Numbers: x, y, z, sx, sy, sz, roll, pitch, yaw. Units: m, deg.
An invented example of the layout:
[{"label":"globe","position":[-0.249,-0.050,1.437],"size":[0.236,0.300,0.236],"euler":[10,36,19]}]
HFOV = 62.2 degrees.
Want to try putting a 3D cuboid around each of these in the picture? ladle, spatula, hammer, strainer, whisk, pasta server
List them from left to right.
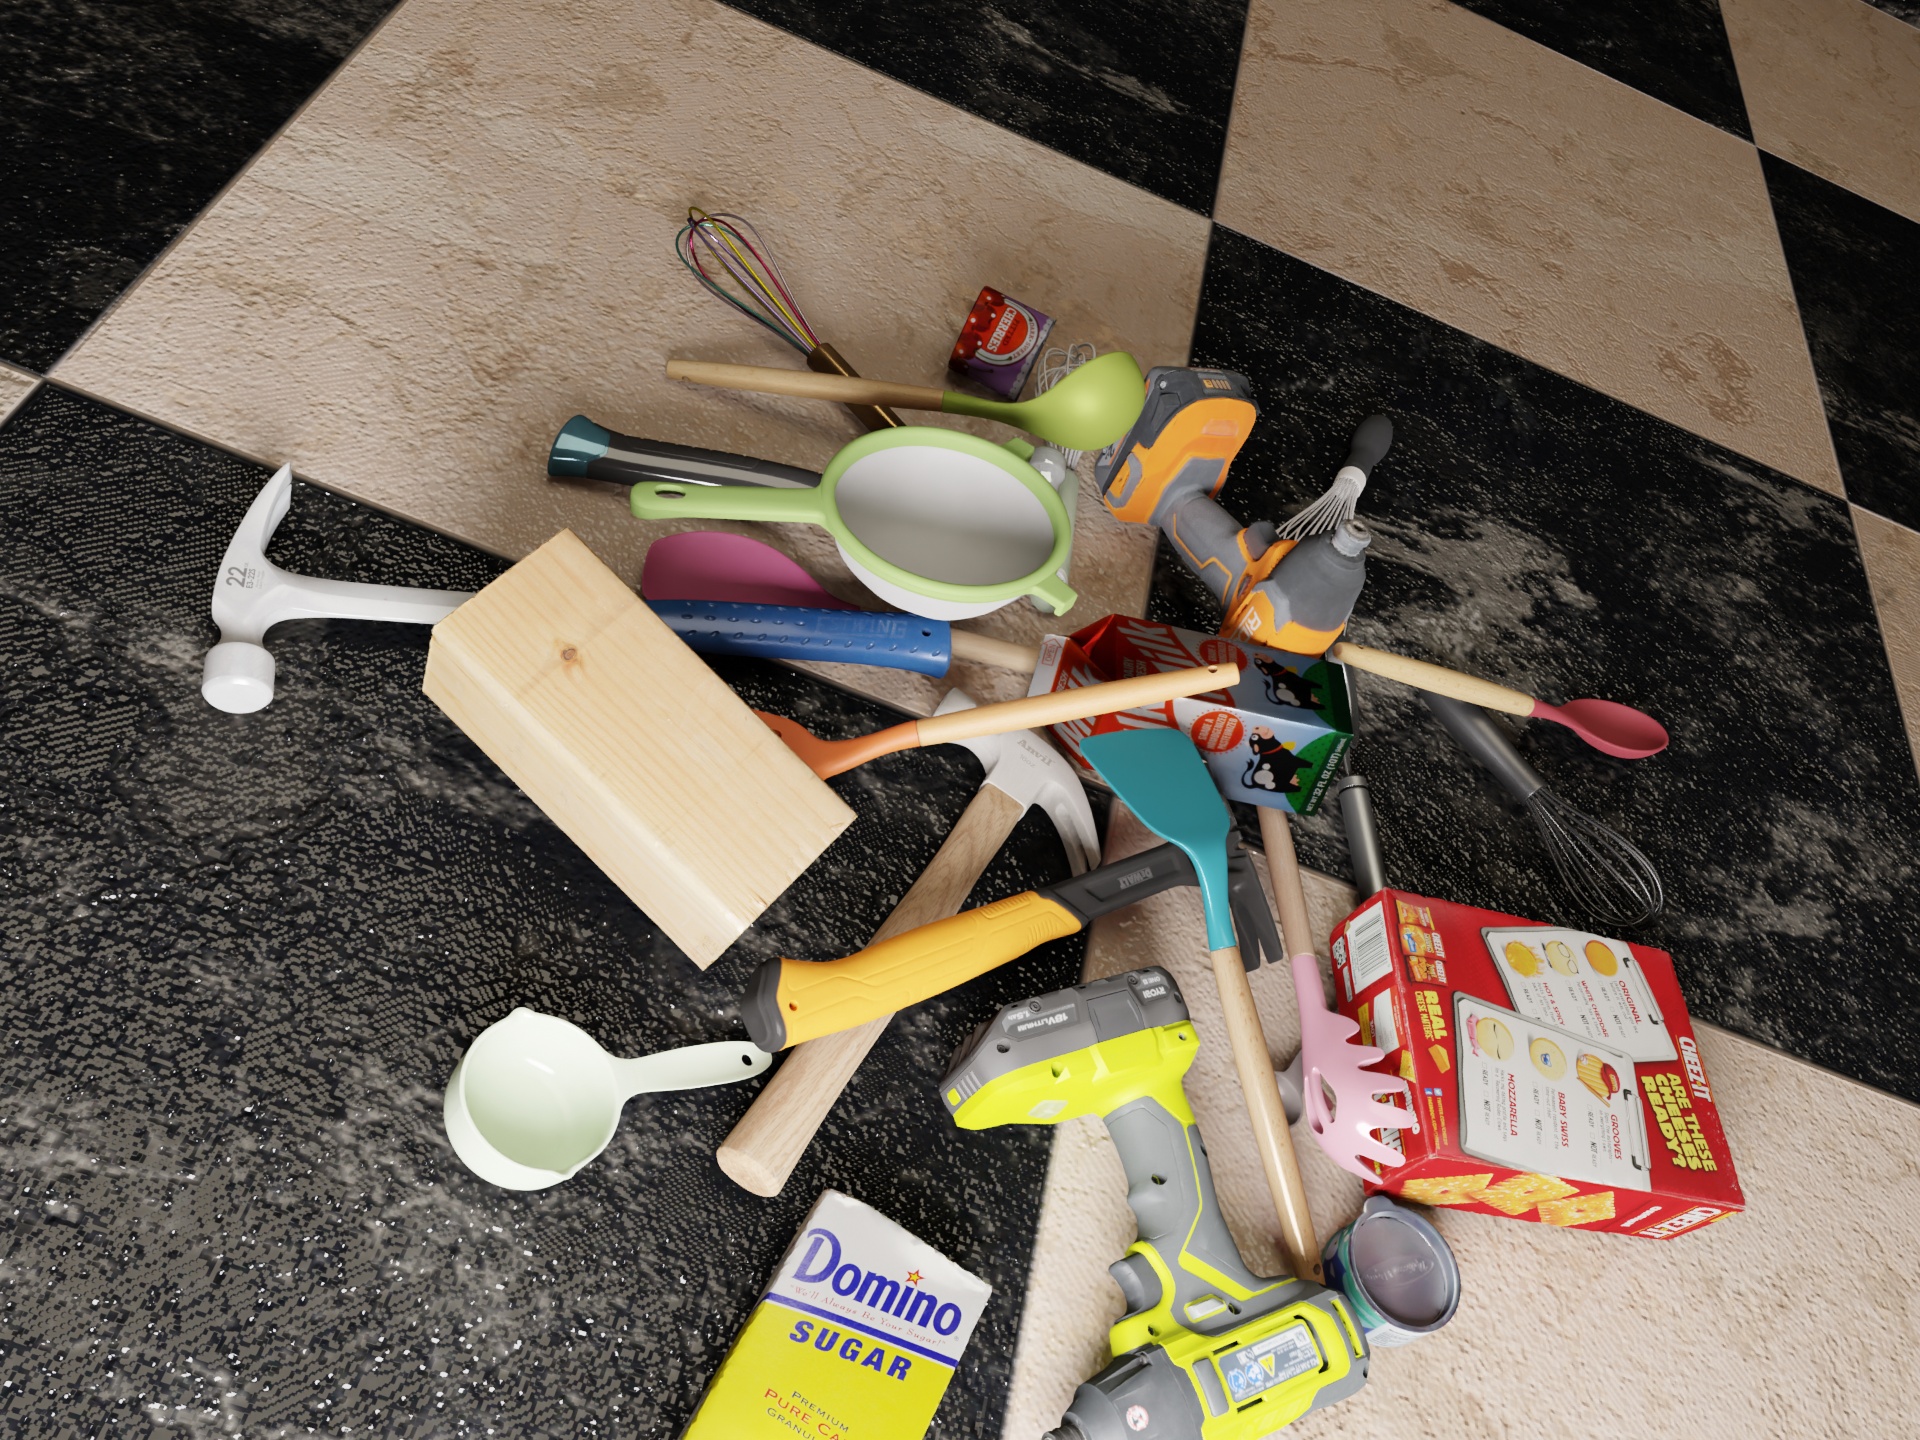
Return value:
[{"label":"hammer","position":[-0.202,-0.063,0.905],"size":[0.405,0.035,0.144],"euler":[3,59,-20]},{"label":"whisk","position":[-0.115,-0.273,1.112],"size":[0.245,0.047,0.051],"euler":[48,50,11]},{"label":"hammer","position":[-0.092,-0.145,1.014],"size":[0.331,0.033,0.128],"euler":[9,61,-11]},{"label":"strainer","position":[-0.065,-0.105,0.935],"size":[0.256,0.069,0.152],"euler":[1,48,-14]},{"label":"ladle","position":[-0.036,-0.228,1.066],"size":[0.320,0.078,0.062],"euler":[7,69,2]},{"label":"hammer","position":[-0.025,0.118,0.859],"size":[0.130,0.031,0.331],"euler":[33,48,3]},{"label":"spatula","position":[-0.001,-0.003,0.903],"size":[0.322,0.041,0.081],"euler":[-11,47,1]},{"label":"hammer","position":[0.036,0.115,0.845],"size":[0.336,0.034,0.127],"euler":[-14,78,-37]},{"label":"whisk","position":[0.071,-0.175,1.117],"size":[0.057,0.059,0.247],"euler":[26,52,-24]},{"label":"spatula","position":[0.144,0.151,0.865],"size":[0.082,0.044,0.318],"euler":[-5,76,-36]},{"label":"pasta server","position":[0.204,0.122,0.938],"size":[0.040,0.060,0.317],"euler":[14,42,-15]},{"label":"whisk","position":[0.286,-0.163,1.199],"size":[0.070,0.070,0.285],"euler":[34,45,3]},{"label":"strainer","position":[0.252,0.037,1.038],"size":[0.086,0.050,0.259],"euler":[44,35,-51]},{"label":"ladle","position":[0.375,-0.015,1.100],"size":[0.315,0.031,0.069],"euler":[13,27,-30]},{"label":"whisk","position":[0.389,0.050,1.086],"size":[0.055,0.055,0.239],"euler":[-18,59,-33]}]

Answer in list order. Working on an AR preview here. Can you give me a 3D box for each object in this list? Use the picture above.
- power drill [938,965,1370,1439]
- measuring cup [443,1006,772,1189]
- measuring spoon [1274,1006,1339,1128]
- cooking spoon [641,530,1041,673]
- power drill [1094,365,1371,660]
[{"label":"power drill","position":[0.083,0.246,0.782],"size":[0.171,0.080,0.223],"euler":[-9,62,-29]},{"label":"measuring cup","position":[-0.165,0.177,0.759],"size":[0.167,0.038,0.083],"euler":[1,56,-44]},{"label":"measuring spoon","position":[0.199,0.197,0.913],"size":[0.034,0.018,0.124],"euler":[48,44,12]},{"label":"cooking spoon","position":[-0.040,-0.058,0.995],"size":[0.318,0.017,0.069],"euler":[13,67,-15]},{"label":"power drill","position":[0.184,-0.131,1.056],"size":[0.084,0.164,0.227],"euler":[-3,55,-29]}]
